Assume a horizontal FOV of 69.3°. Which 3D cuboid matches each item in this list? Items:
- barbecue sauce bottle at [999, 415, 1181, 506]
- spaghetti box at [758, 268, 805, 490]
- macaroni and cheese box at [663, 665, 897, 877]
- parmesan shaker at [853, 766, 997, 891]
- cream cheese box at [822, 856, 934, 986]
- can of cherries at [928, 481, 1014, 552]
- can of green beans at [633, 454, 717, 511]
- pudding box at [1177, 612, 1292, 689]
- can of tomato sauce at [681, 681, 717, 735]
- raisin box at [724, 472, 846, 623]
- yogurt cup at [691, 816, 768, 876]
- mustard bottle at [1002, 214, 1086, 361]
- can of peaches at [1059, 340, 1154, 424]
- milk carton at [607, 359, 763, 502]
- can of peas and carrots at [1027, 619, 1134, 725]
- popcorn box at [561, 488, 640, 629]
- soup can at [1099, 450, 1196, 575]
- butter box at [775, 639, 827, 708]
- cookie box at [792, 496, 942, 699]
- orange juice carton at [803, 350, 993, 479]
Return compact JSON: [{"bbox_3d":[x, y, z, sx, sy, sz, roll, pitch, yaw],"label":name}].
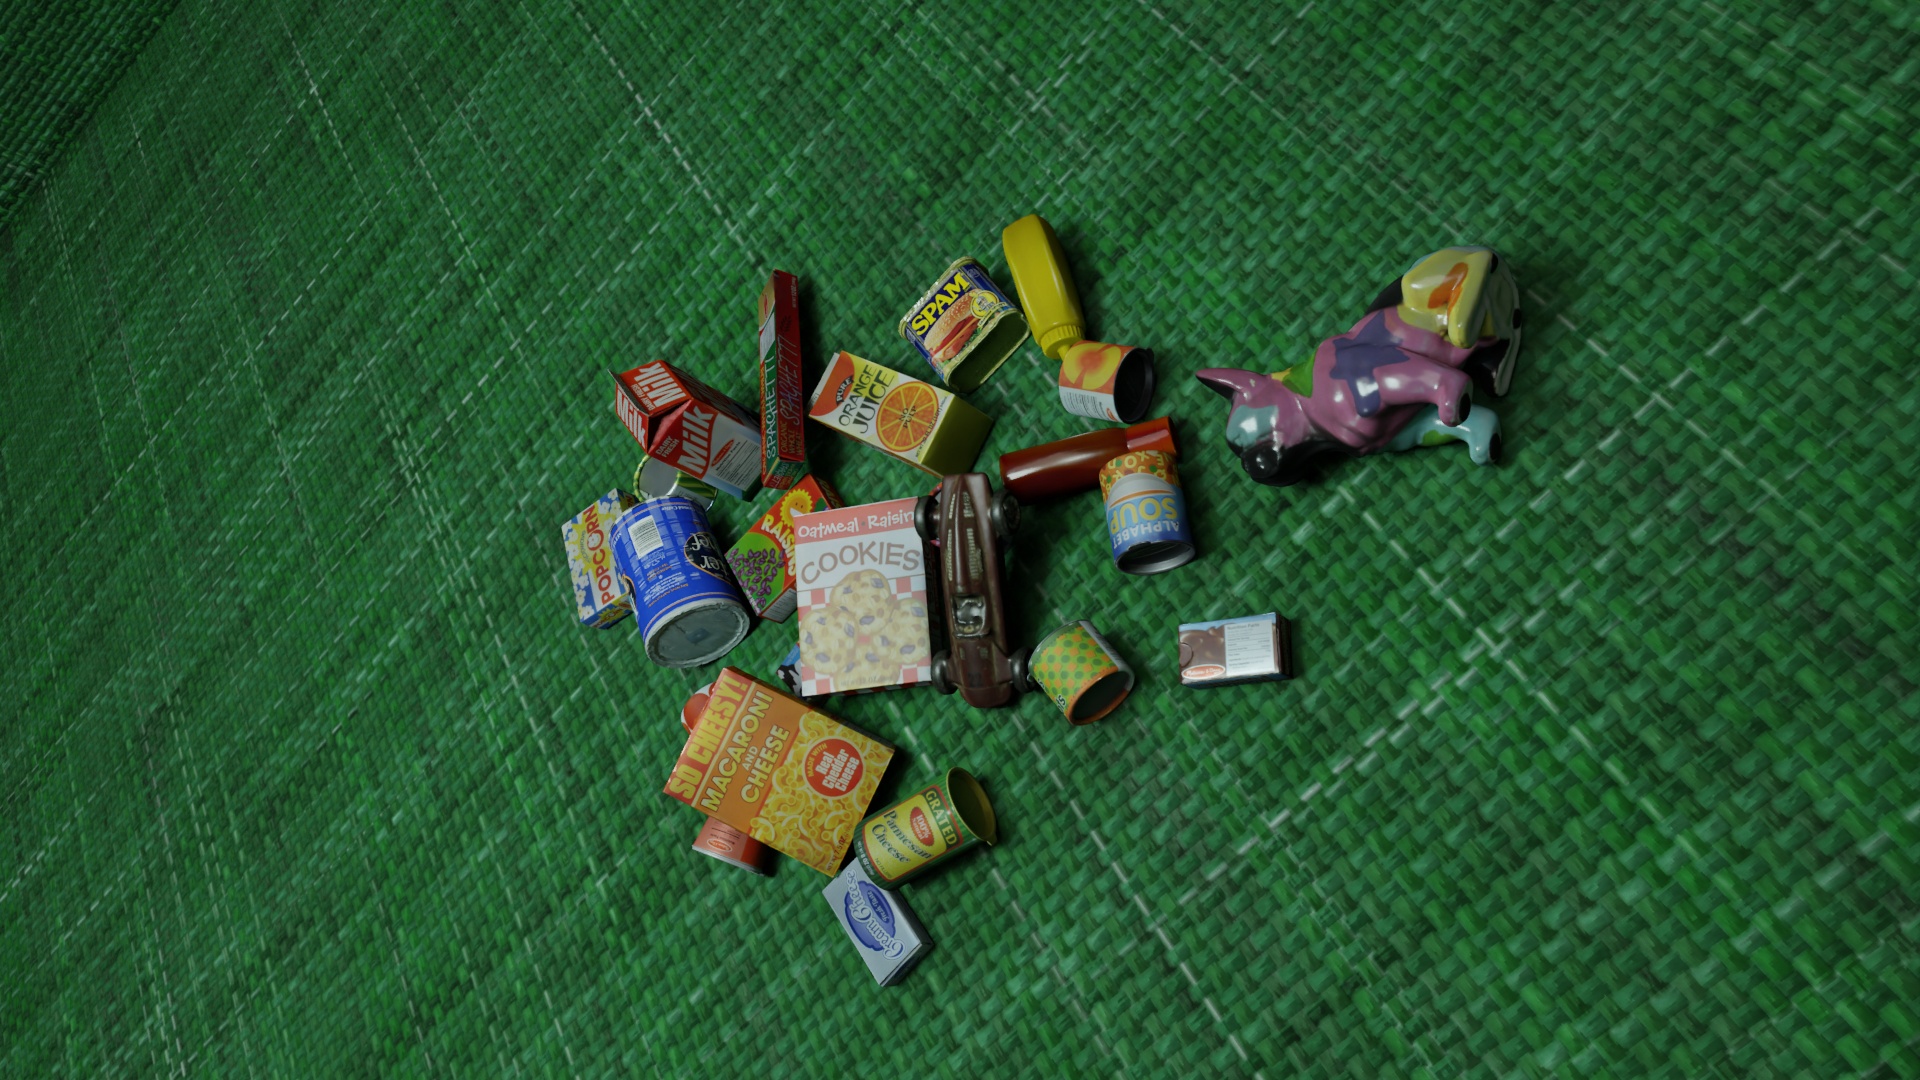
[{"bbox_3d":[0.111,-0.069,1.182,0.148,0.065,0.044,-15,68,19],"label":"barbecue sauce bottle"},{"bbox_3d":[-0.180,-0.163,1.385,0.050,0.029,0.251,-51,36,46],"label":"spaghetti box"},{"bbox_3d":[-0.157,0.201,1.219,0.166,0.040,0.123,26,88,2],"label":"macaroni and cheese box"},{"bbox_3d":[-0.029,0.244,1.157,0.103,0.071,0.071,-33,59,20],"label":"parmesan shaker"},{"bbox_3d":[-0.071,0.321,1.182,0.053,0.024,0.104,-47,55,11],"label":"cream cheese box"},{"bbox_3d":[0.004,-0.015,1.231,0.071,0.058,0.071,-11,68,29],"label":"can of cherries"},{"bbox_3d":[-0.296,-0.059,1.441,0.071,0.058,0.071,-11,68,29],"label":"can of green beans"},{"bbox_3d":[0.213,0.086,1.079,0.083,0.030,0.050,-10,69,30],"label":"pudding box"},{"bbox_3d":[-0.214,0.180,1.296,0.071,0.071,0.083,-50,54,8],"label":"can of tomato sauce"},{"bbox_3d":[-0.160,0.007,1.342,0.123,0.040,0.086,-44,55,14],"label":"raisin box"},{"bbox_3d":[-0.203,0.267,1.263,0.072,0.072,0.054,9,71,35],"label":"yogurt cup"},{"bbox_3d":[0.081,-0.215,1.252,0.048,0.065,0.161,-23,66,20],"label":"mustard bottle"},{"bbox_3d":[0.126,-0.138,1.193,0.058,0.071,0.071,13,81,36],"label":"can of peaches"},{"bbox_3d":[-0.262,-0.112,1.356,0.073,0.190,0.072,-50,55,9],"label":"milk carton"},{"bbox_3d":[0.096,0.109,1.123,0.071,0.071,0.059,-47,56,10],"label":"can of peas and carrots"},{"bbox_3d":[-0.371,0.020,1.474,0.085,0.038,0.127,-32,59,20],"label":"popcorn box"},{"bbox_3d":[0.151,-0.024,1.132,0.071,0.071,0.084,-20,63,26],"label":"soup can"},{"bbox_3d":[-0.123,0.100,1.294,0.053,0.024,0.103,40,97,35],"label":"butter box"},{"bbox_3d":[-0.083,0.052,1.247,0.123,0.040,0.168,-8,76,15],"label":"cookie box"},{"bbox_3d":[-0.070,-0.121,1.308,0.193,0.073,0.072,25,89,37],"label":"orange juice carton"}]
